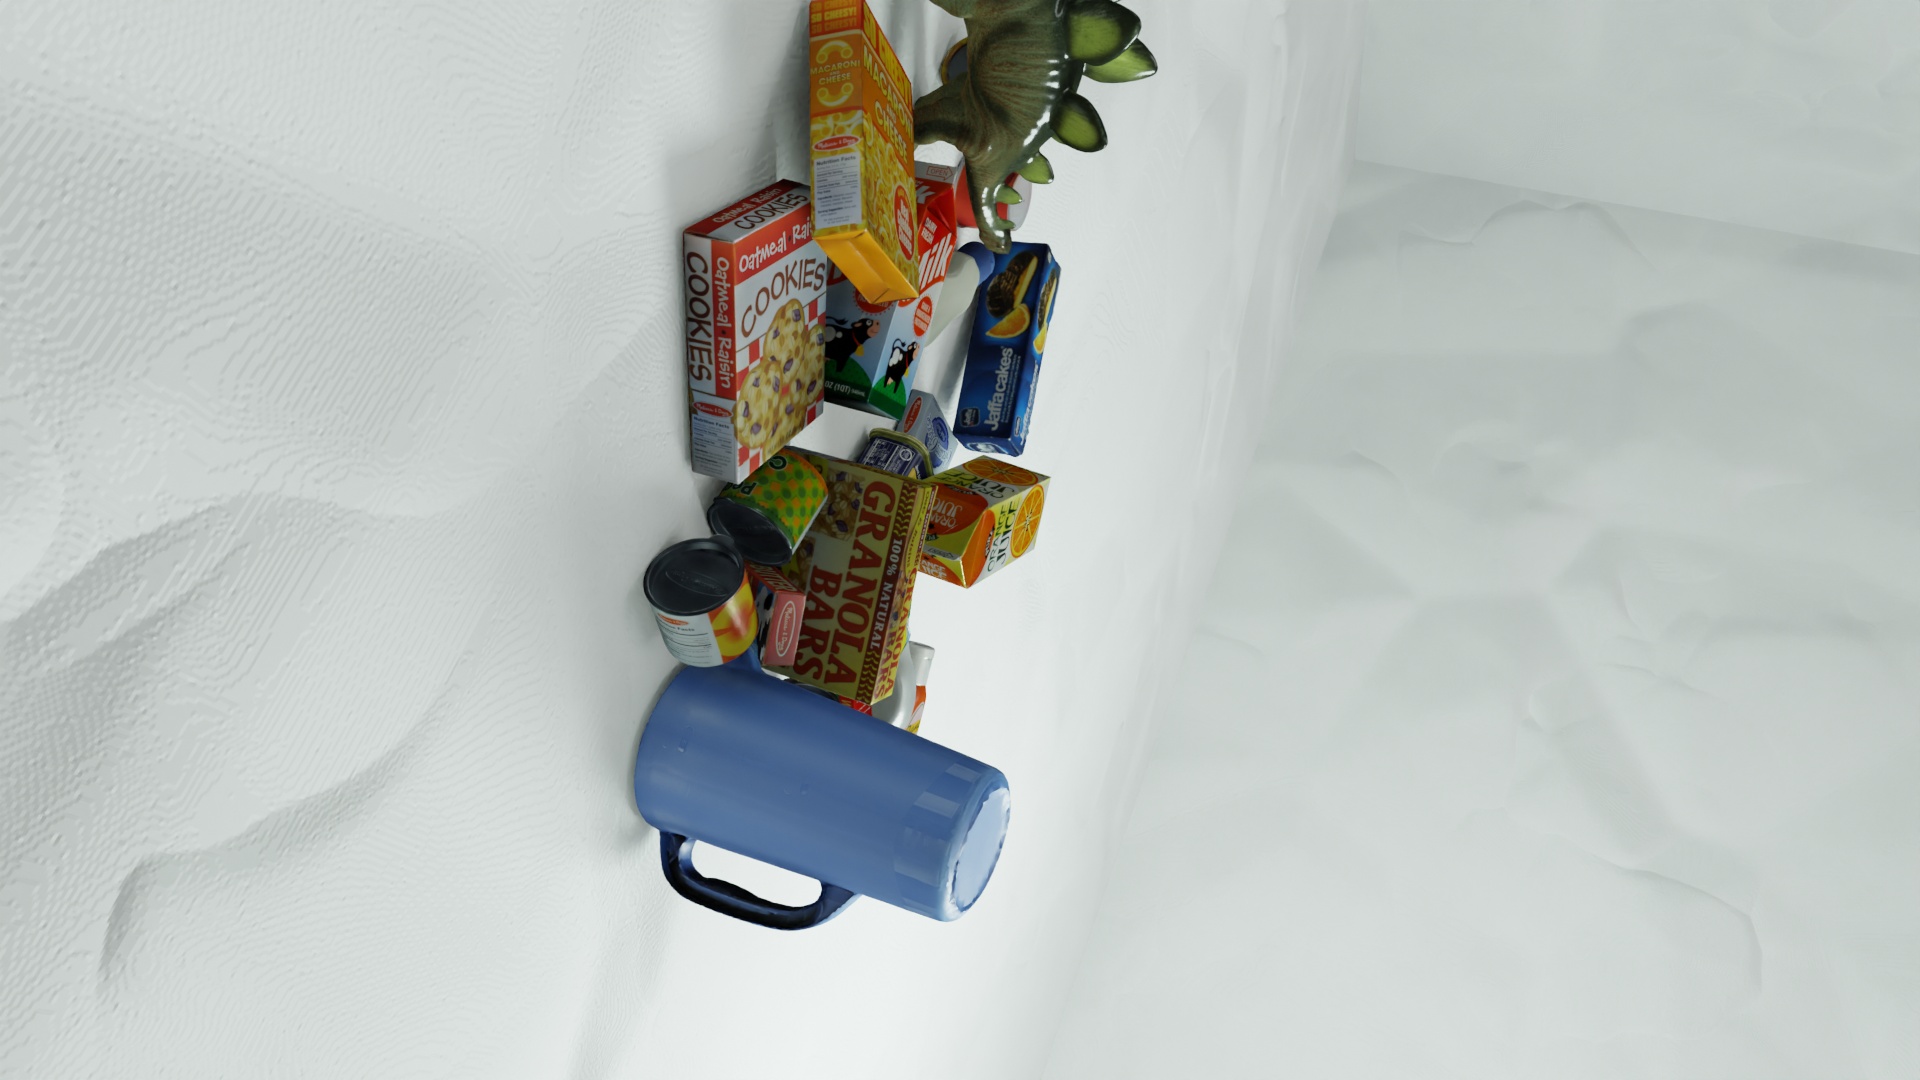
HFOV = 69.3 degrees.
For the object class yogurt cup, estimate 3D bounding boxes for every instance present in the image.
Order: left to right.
[{"bbox_3d":[0.029,-0.306,1.230,0.072,0.054,0.072,15,91,-71],"label":"yogurt cup"}]

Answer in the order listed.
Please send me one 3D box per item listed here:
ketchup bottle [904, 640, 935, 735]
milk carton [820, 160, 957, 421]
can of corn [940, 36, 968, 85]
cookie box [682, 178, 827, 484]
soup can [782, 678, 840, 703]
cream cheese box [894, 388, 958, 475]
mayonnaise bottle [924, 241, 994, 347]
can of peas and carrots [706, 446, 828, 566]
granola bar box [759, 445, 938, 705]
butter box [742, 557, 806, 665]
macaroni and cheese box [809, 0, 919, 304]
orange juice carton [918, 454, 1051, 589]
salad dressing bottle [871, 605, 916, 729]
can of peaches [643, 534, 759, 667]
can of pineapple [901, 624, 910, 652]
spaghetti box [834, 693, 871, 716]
[{"bbox_3d":[-0.061,0.173,1.370,0.065,0.043,0.148,10,95,-72],"label":"ketchup bottle"},{"bbox_3d":[-0.060,-0.194,1.037,0.073,0.072,0.190,21,84,-71],"label":"milk carton"},{"bbox_3d":[0.020,-0.370,1.139,0.058,0.071,0.071,47,61,-68],"label":"can of corn"},{"bbox_3d":[-0.134,-0.140,0.920,0.123,0.040,0.166,-50,150,-54],"label":"cookie box"},{"bbox_3d":[-0.132,0.166,1.133,0.072,0.071,0.083,-49,150,-51],"label":"soup can"},{"bbox_3d":[-0.032,-0.091,1.272,0.103,0.024,0.053,59,51,-65],"label":"cream cheese box"},{"bbox_3d":[-0.014,-0.219,1.198,0.149,0.041,0.064,-51,152,-52],"label":"mayonnaise bottle"},{"bbox_3d":[-0.135,-0.026,0.969,0.070,0.071,0.059,82,30,-50],"label":"can of peas and carrots"},{"bbox_3d":[-0.095,0.023,1.028,0.039,0.124,0.165,-10,114,-68],"label":"granola bar box"},{"bbox_3d":[-0.139,0.047,0.979,0.024,0.103,0.053,7,101,-27],"label":"butter box"},{"bbox_3d":[-0.065,-0.260,0.937,0.123,0.040,0.166,39,47,-72],"label":"macaroni and cheese box"},{"bbox_3d":[0.004,-0.015,1.182,0.193,0.072,0.072,-27,133,-62],"label":"orange juice carton"},{"bbox_3d":[-0.068,0.104,1.274,0.044,0.064,0.147,4,94,-61],"label":"salad dressing bottle"},{"bbox_3d":[-0.169,0.040,0.920,0.057,0.071,0.071,84,28,-48],"label":"can of peaches"},{"bbox_3d":[-0.084,0.091,1.202,0.070,0.071,0.058,84,29,-47],"label":"can of pineapple"},{"bbox_3d":[-0.103,0.121,1.160,0.248,0.050,0.029,92,22,-51],"label":"spaghetti box"}]
